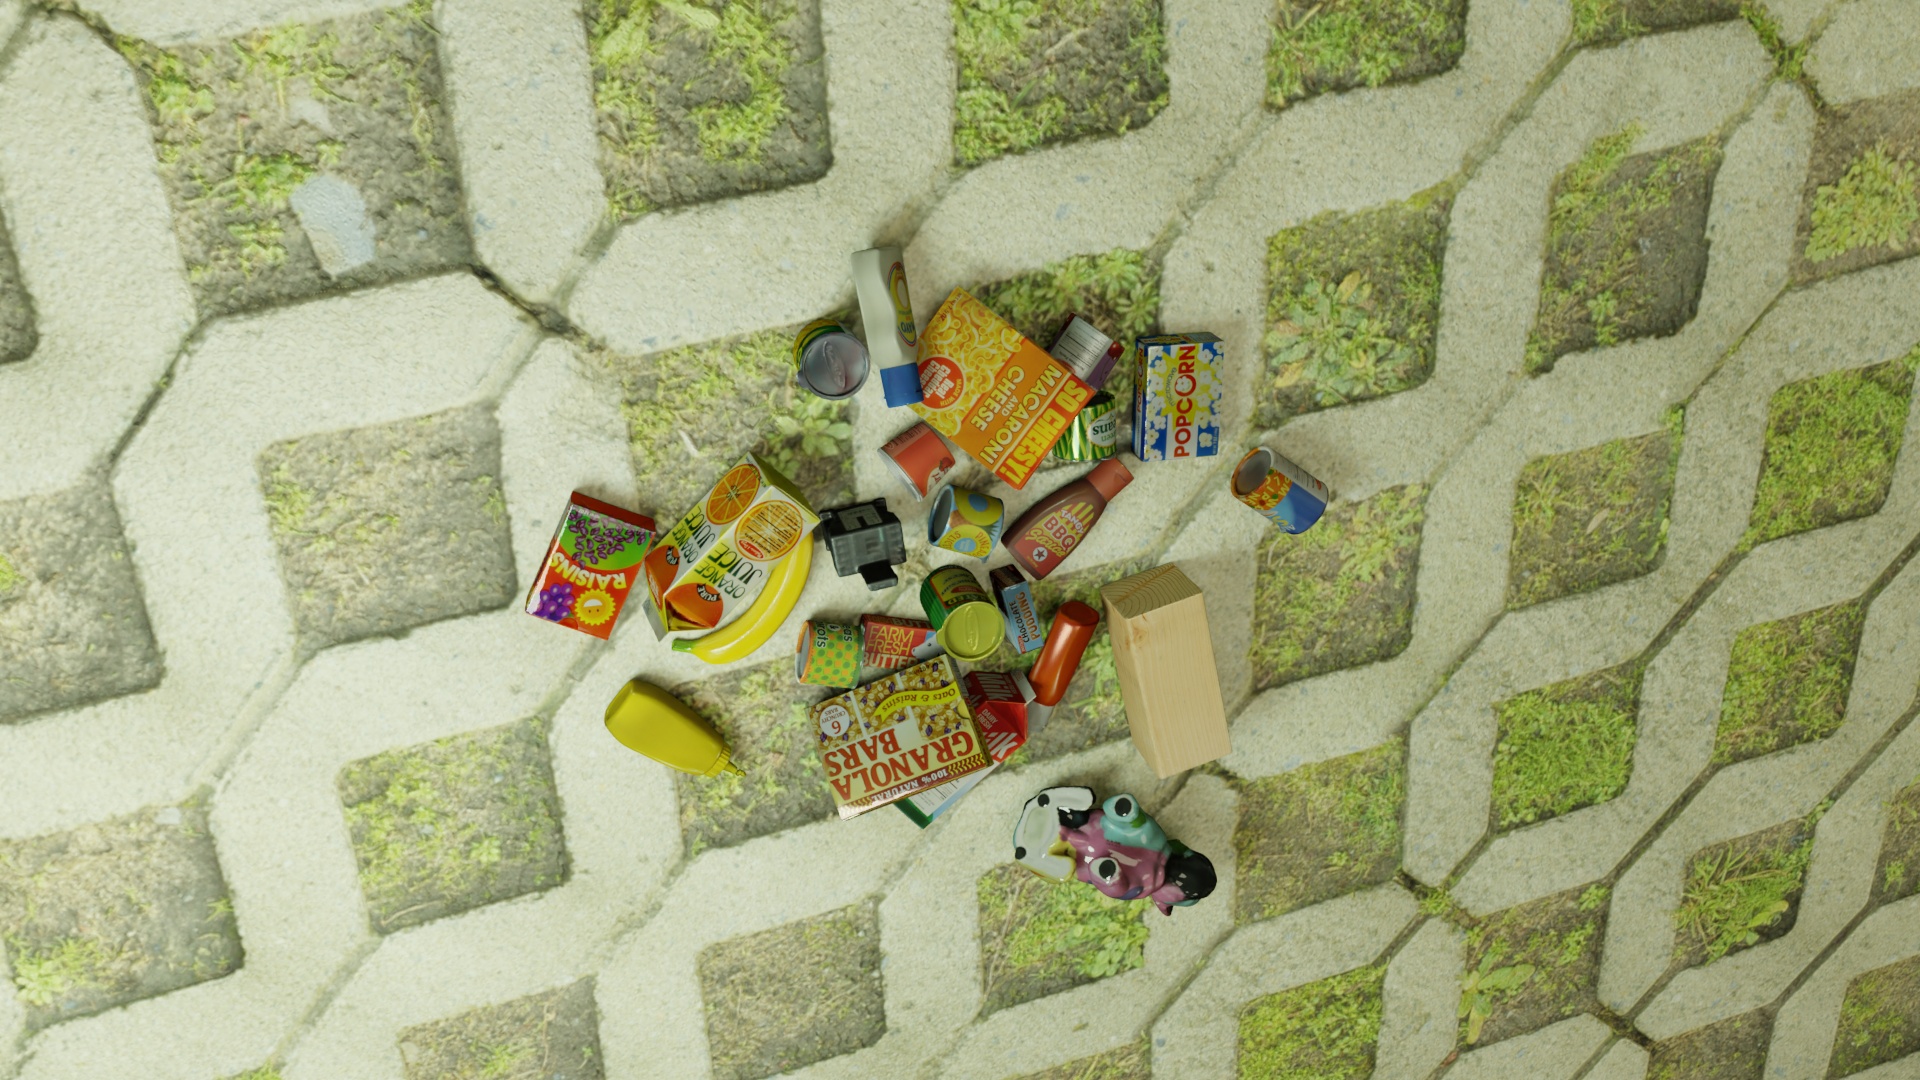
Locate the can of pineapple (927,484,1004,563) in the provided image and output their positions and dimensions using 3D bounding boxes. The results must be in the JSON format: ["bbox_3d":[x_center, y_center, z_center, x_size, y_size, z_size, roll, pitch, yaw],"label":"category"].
[{"bbox_3d":[0.005,-0.018,1.411,0.058,0.071,0.070,16,106,-19],"label":"can of pineapple"}]

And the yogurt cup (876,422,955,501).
[{"bbox_3d":[-0.042,-0.081,1.378,0.054,0.072,0.072,-40,116,-6],"label":"yogurt cup"}]

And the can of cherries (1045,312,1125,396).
[{"bbox_3d":[0.122,-0.185,1.383,0.071,0.072,0.058,29,100,-23],"label":"can of cherries"}]

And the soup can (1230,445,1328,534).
[{"bbox_3d":[0.340,-0.052,1.493,0.084,0.071,0.071,30,101,-23],"label":"soup can"}]

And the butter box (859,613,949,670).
[{"bbox_3d":[-0.059,0.110,1.468,0.103,0.024,0.053,9,109,-18],"label":"butter box"}]

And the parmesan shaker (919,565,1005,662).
[{"bbox_3d":[-0.002,0.073,1.426,0.071,0.103,0.071,-6,112,-14],"label":"parmesan shaker"}]

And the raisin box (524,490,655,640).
[{"bbox_3d":[-0.358,0.025,1.344,0.086,0.040,0.123,21,104,-23],"label":"raisin box"}]

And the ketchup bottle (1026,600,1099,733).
[{"bbox_3d":[0.102,0.140,1.507,0.043,0.065,0.148,29,112,18],"label":"ketchup bottle"}]

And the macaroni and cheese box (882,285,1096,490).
[{"bbox_3d":[0.029,-0.147,1.344,0.166,0.040,0.123,38,98,5],"label":"macaroni and cheese box"}]

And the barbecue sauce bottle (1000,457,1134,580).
[{"bbox_3d":[0.115,-0.028,1.452,0.148,0.044,0.064,-42,114,3],"label":"barbecue sauce bottle"}]

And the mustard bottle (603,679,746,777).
[{"bbox_3d":[-0.287,0.205,1.429,0.160,0.049,0.065,37,98,-25],"label":"mustard bottle"}]

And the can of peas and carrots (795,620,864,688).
[{"bbox_3d":[-0.134,0.115,1.426,0.059,0.071,0.070,8,109,-17],"label":"can of peas and carrots"}]

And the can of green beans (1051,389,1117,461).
[{"bbox_3d":[0.125,-0.117,1.407,0.071,0.071,0.057,-9,113,-12],"label":"can of green beans"}]

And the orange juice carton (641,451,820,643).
[{"bbox_3d":[-0.236,0.014,1.347,0.192,0.072,0.073,-45,131,4],"label":"orange juice carton"}]

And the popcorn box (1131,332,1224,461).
[{"bbox_3d":[0.224,-0.148,1.438,0.085,0.038,0.126,-6,112,-13],"label":"popcorn box"}]

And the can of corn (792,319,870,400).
[{"bbox_3d":[-0.126,-0.172,1.321,0.071,0.058,0.071,-5,112,-13],"label":"can of corn"}]

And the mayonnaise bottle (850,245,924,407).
[{"bbox_3d":[-0.065,-0.200,1.306,0.041,0.065,0.148,-8,98,23],"label":"mayonnaise bottle"}]

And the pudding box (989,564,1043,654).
[{"bbox_3d":[0.059,0.073,1.472,0.030,0.050,0.083,-20,115,-9],"label":"pudding box"}]

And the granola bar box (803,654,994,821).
[{"bbox_3d":[-0.065,0.204,1.441,0.165,0.039,0.124,-22,79,8],"label":"granola bar box"}]

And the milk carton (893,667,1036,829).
[{"bbox_3d":[0.001,0.213,1.499,0.190,0.072,0.073,-41,116,4],"label":"milk carton"}]
